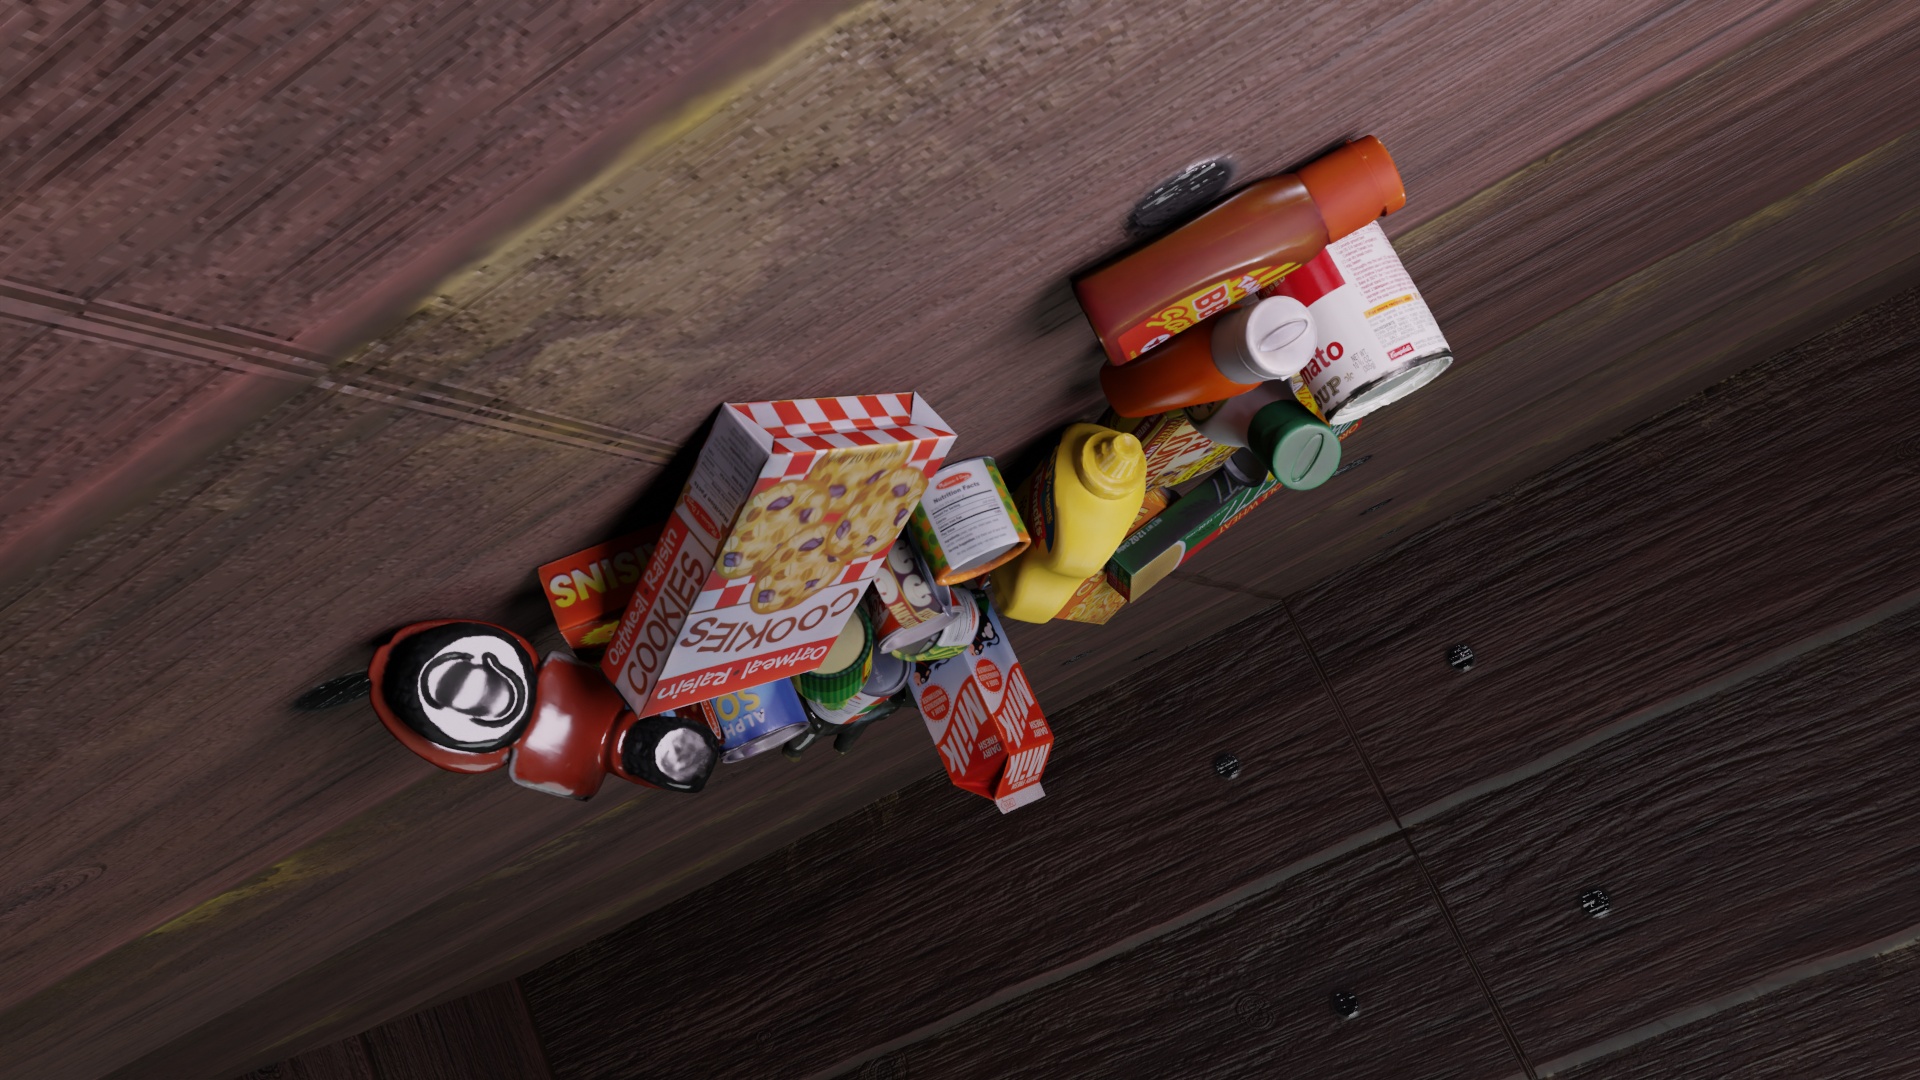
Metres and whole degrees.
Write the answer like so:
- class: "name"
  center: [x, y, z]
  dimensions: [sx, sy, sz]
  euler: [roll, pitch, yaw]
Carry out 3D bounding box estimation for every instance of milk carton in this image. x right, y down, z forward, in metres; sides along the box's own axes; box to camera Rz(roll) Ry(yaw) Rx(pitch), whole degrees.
- class: "milk carton"
  center: [0.016, 0.145, 1.225]
  dimensions: [0.073, 0.191, 0.072]
  euler: [-34, 165, 34]

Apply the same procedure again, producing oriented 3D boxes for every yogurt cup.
- class: "yogurt cup"
  center: [-0.038, 0.042, 1.013]
  dimensions: [0.072, 0.054, 0.072]
  euler: [-24, 168, -6]

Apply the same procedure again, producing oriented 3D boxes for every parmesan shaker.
- class: "parmesan shaker"
  center: [-0.097, 0.083, 1.025]
  dimensions: [0.071, 0.071, 0.102]
  euler: [-23, 167, -11]

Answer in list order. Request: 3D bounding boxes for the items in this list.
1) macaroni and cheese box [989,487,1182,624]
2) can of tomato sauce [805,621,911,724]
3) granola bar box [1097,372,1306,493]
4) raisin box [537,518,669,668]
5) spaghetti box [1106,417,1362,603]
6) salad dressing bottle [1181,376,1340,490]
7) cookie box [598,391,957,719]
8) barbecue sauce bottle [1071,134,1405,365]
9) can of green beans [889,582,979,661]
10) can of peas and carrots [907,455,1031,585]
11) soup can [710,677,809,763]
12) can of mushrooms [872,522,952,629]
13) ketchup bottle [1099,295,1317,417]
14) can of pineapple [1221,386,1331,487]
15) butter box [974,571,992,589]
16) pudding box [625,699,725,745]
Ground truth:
- class: "macaroni and cheese box"
  center: [0.108, 0.006, 1.076]
  dimensions: [0.123, 0.040, 0.166]
  euler: [-48, 155, 15]
- class: "can of tomato sauce"
  center: [-0.088, 0.113, 1.184]
  dimensions: [0.071, 0.071, 0.082]
  euler: [-16, 166, -34]
- class: "granola bar box"
  center: [0.148, -0.077, 0.915]
  dimensions: [0.124, 0.039, 0.165]
  euler: [-20, 166, -21]
- class: "raisin box"
  center: [-0.172, 0.032, 0.746]
  dimensions: [0.086, 0.040, 0.123]
  euler: [-21, 166, -13]
- class: "spaghetti box"
  center: [0.215, -0.042, 1.068]
  dimensions: [0.251, 0.029, 0.050]
  euler: [-36, 155, -14]
- class: "salad dressing bottle"
  center: [0.159, -0.072, 0.751]
  dimensions: [0.044, 0.148, 0.064]
  euler: [19, 110, -19]
- class: "cookie box"
  center: [-0.090, 0.005, 0.674]
  dimensions: [0.123, 0.040, 0.166]
  euler: [-11, 140, -49]
- class: "barbecue sauce bottle"
  center: [0.125, -0.132, 0.630]
  dimensions: [0.148, 0.044, 0.065]
  euler: [-27, 172, 8]
- class: "can of green beans"
  center: [-0.027, 0.061, 1.085]
  dimensions: [0.071, 0.071, 0.058]
  euler: [-30, 166, 19]
- class: "can of peas and carrots"
  center: [0.003, -0.011, 0.862]
  dimensions: [0.071, 0.059, 0.071]
  euler: [-23, 167, -5]
- class: "soup can"
  center: [-0.155, 0.106, 0.981]
  dimensions: [0.071, 0.084, 0.071]
  euler: [-24, 167, -6]
- class: "can of mushrooms"
  center: [-0.033, 0.025, 0.910]
  dimensions: [0.033, 0.071, 0.071]
  euler: [-25, 168, 8]
- class: "ketchup bottle"
  center: [0.125, -0.092, 0.694]
  dimensions: [0.065, 0.043, 0.148]
  euler: [-30, -172, -14]
- class: "can of pineapple"
  center: [0.222, -0.079, 0.991]
  dimensions: [0.058, 0.071, 0.070]
  euler: [-21, 167, -21]
- class: "butter box"
  center: [0.060, 0.005, 1.119]
  dimensions: [0.104, 0.024, 0.053]
  euler: [-22, 166, -15]
- class: "pudding box"
  center: [-0.188, 0.099, 0.884]
  dimensions: [0.030, 0.084, 0.050]
  euler: [-30, 167, 23]
